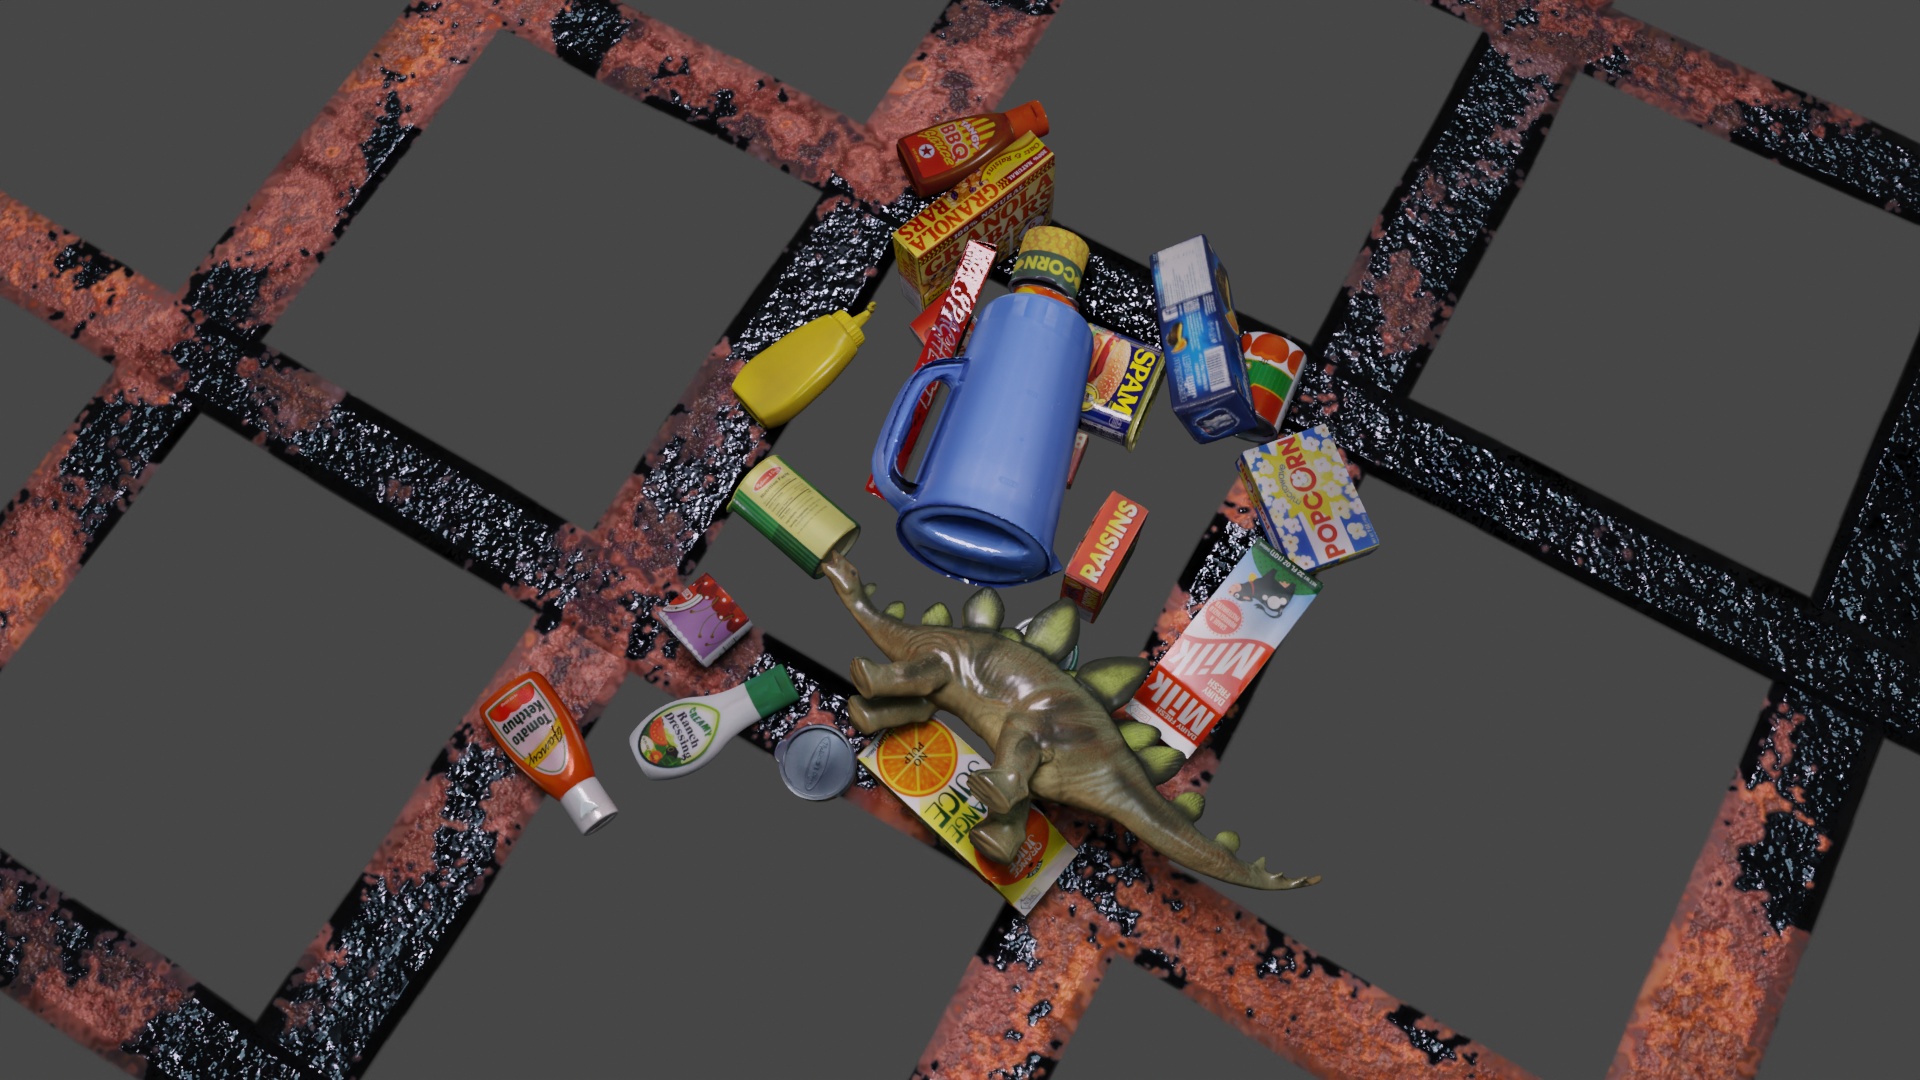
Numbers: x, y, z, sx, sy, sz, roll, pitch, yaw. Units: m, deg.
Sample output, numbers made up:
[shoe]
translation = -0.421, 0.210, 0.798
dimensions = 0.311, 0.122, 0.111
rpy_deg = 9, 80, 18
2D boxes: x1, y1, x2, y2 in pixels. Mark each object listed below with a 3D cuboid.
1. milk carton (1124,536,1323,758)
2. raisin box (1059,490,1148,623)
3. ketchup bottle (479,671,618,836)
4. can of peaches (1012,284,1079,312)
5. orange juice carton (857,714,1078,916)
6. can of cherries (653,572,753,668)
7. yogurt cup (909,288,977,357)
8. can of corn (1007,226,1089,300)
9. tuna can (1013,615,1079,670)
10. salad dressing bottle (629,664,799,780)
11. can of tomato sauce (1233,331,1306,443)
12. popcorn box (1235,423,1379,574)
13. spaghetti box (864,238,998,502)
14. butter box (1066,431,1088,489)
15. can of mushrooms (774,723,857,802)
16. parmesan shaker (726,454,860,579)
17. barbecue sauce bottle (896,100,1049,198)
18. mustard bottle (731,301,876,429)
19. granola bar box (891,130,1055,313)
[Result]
[milk carton]
translation = 0.229, 0.097, 1.220
dimensions = 0.072, 0.073, 0.191
rpy_deg = 38, 78, 11
[raisin box]
translation = 0.124, 0.016, 1.220
dimensions = 0.040, 0.123, 0.086
rpy_deg = 29, 77, 9
[ketchup bottle]
translation = -0.356, 0.190, 1.219
dimensions = 0.065, 0.043, 0.149
rpy_deg = -37, 77, -9
[can of peaches]
translation = 0.073, -0.201, 1.314
dimensions = 0.071, 0.071, 0.058
rpy_deg = 19, 76, 7
[orange juice carton]
translation = 0.006, 0.227, 1.185
dimensions = 0.193, 0.073, 0.072
rpy_deg = 41, 77, 11
[can of cherries]
translation = -0.229, 0.069, 1.239
dimensions = 0.058, 0.071, 0.071
rpy_deg = -42, 77, -10
[yogurt cup]
translation = -0.012, -0.198, 1.319
dimensions = 0.054, 0.072, 0.072
rpy_deg = -36, 76, -1
[can of corn]
translation = 0.085, -0.261, 1.331
dimensions = 0.071, 0.071, 0.058
rpy_deg = 16, 74, 6
[tuna can]
translation = 0.073, 0.104, 1.242
dimensions = 0.071, 0.032, 0.071
rpy_deg = 0, 73, 1
[salad dressing bottle]
translation = -0.216, 0.158, 1.225
dimensions = 0.148, 0.044, 0.064
rpy_deg = -27, 76, -7
[can of tomato sauce]
translation = 0.276, -0.144, 1.294
dimensions = 0.071, 0.071, 0.083
rpy_deg = 23, 75, 8
[popcorn box]
translation = 0.317, -0.034, 1.275
dimensions = 0.085, 0.038, 0.127
rpy_deg = -19, 74, -4
[spaghetti box]
translation = -0.025, -0.155, 1.267
dimensions = 0.029, 0.050, 0.249
rpy_deg = 23, 97, 1
[butter box]
translation = 0.065, -0.090, 1.304
dimensions = 0.103, 0.024, 0.053
rpy_deg = 21, 74, 7
[can of mushrooms]
translation = -0.126, 0.195, 1.218
dimensions = 0.071, 0.033, 0.071
rpy_deg = 0, 74, 1
[parmesan shaker]
translation = -0.151, -0.019, 1.265
dimensions = 0.103, 0.071, 0.071
rpy_deg = 40, 78, 11
[barbecue sauce bottle]
translation = 0.014, -0.396, 1.387
dimensions = 0.149, 0.043, 0.065
rpy_deg = -23, 73, -6
[mustard bottle]
translation = -0.140, -0.174, 1.321
dimensions = 0.160, 0.048, 0.065
rpy_deg = -39, 77, -11
[granola bar box]
translation = 0.015, -0.296, 1.315
dimensions = 0.166, 0.124, 0.039
rpy_deg = -39, 75, -9
